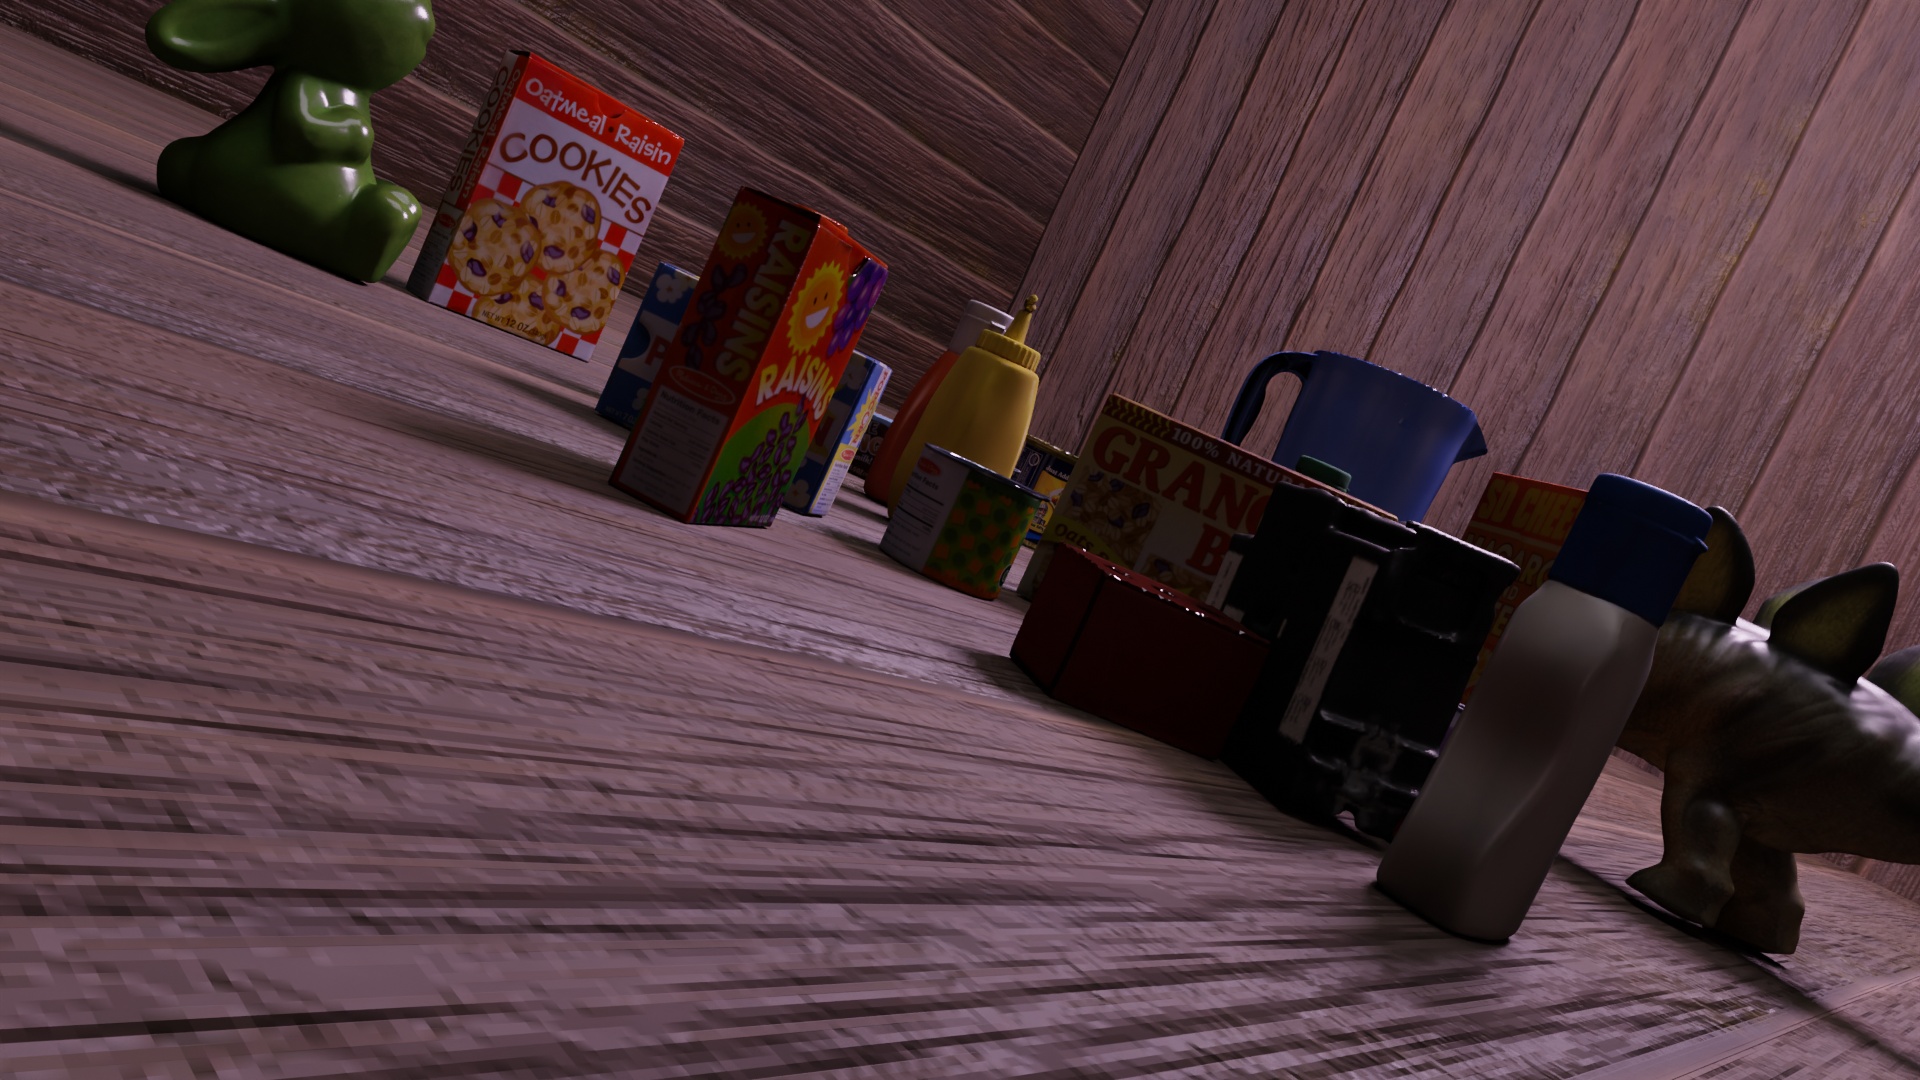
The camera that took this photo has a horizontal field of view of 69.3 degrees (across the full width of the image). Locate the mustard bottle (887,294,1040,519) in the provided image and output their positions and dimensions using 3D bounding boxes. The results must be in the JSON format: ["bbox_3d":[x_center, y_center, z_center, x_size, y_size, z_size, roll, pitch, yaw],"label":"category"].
[{"bbox_3d":[0.012,-0.075,0.843,0.065,0.160,0.049,21,6,-40],"label":"mustard bottle"}]

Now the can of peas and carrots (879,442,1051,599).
[{"bbox_3d":[0.002,-0.009,0.697,0.071,0.058,0.071,25,5,-2],"label":"can of peas and carrots"}]

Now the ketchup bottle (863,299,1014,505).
[{"bbox_3d":[-0.008,-0.087,0.932,0.065,0.148,0.043,23,5,-24],"label":"ketchup bottle"}]

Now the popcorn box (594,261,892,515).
[{"bbox_3d":[-0.109,-0.076,0.707,0.127,0.085,0.038,26,5,10],"label":"popcorn box"}]

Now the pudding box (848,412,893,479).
[{"bbox_3d":[-0.089,-0.082,1.063,0.084,0.049,0.030,26,5,10],"label":"pudding box"}]

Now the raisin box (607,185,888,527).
[{"bbox_3d":[-0.080,-0.068,0.549,0.040,0.123,0.086,26,5,14],"label":"raisin box"}]

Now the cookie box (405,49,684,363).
[{"bbox_3d":[-0.269,-0.216,0.913,0.040,0.167,0.123,29,6,42],"label":"cookie box"}]

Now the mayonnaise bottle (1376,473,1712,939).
[{"bbox_3d":[0.186,0.052,0.439,0.041,0.148,0.065,29,6,41],"label":"mayonnaise bottle"}]

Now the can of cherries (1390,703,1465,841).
[{"bbox_3d":[0.200,0.099,0.539,0.071,0.058,0.071,25,5,-2],"label":"can of cherries"}]

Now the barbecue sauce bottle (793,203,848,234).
[{"bbox_3d":[-0.113,-0.125,0.825,0.065,0.148,0.044,24,5,-15],"label":"barbecue sauce bottle"}]

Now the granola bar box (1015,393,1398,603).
[{"bbox_3d":[0.132,0.010,0.750,0.166,0.124,0.039,26,5,18],"label":"granola bar box"}]

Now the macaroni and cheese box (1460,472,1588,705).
[{"bbox_3d":[0.263,0.056,0.663,0.040,0.166,0.124,24,5,-11],"label":"macaroni and cheese box"}]

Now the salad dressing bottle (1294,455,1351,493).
[{"bbox_3d":[0.212,0.017,0.925,0.044,0.147,0.064,25,5,-2],"label":"salad dressing bottle"}]

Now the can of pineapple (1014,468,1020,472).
[{"bbox_3d":[-0.001,-0.039,0.992,0.071,0.058,0.071,25,5,-2],"label":"can of pineapple"}]
